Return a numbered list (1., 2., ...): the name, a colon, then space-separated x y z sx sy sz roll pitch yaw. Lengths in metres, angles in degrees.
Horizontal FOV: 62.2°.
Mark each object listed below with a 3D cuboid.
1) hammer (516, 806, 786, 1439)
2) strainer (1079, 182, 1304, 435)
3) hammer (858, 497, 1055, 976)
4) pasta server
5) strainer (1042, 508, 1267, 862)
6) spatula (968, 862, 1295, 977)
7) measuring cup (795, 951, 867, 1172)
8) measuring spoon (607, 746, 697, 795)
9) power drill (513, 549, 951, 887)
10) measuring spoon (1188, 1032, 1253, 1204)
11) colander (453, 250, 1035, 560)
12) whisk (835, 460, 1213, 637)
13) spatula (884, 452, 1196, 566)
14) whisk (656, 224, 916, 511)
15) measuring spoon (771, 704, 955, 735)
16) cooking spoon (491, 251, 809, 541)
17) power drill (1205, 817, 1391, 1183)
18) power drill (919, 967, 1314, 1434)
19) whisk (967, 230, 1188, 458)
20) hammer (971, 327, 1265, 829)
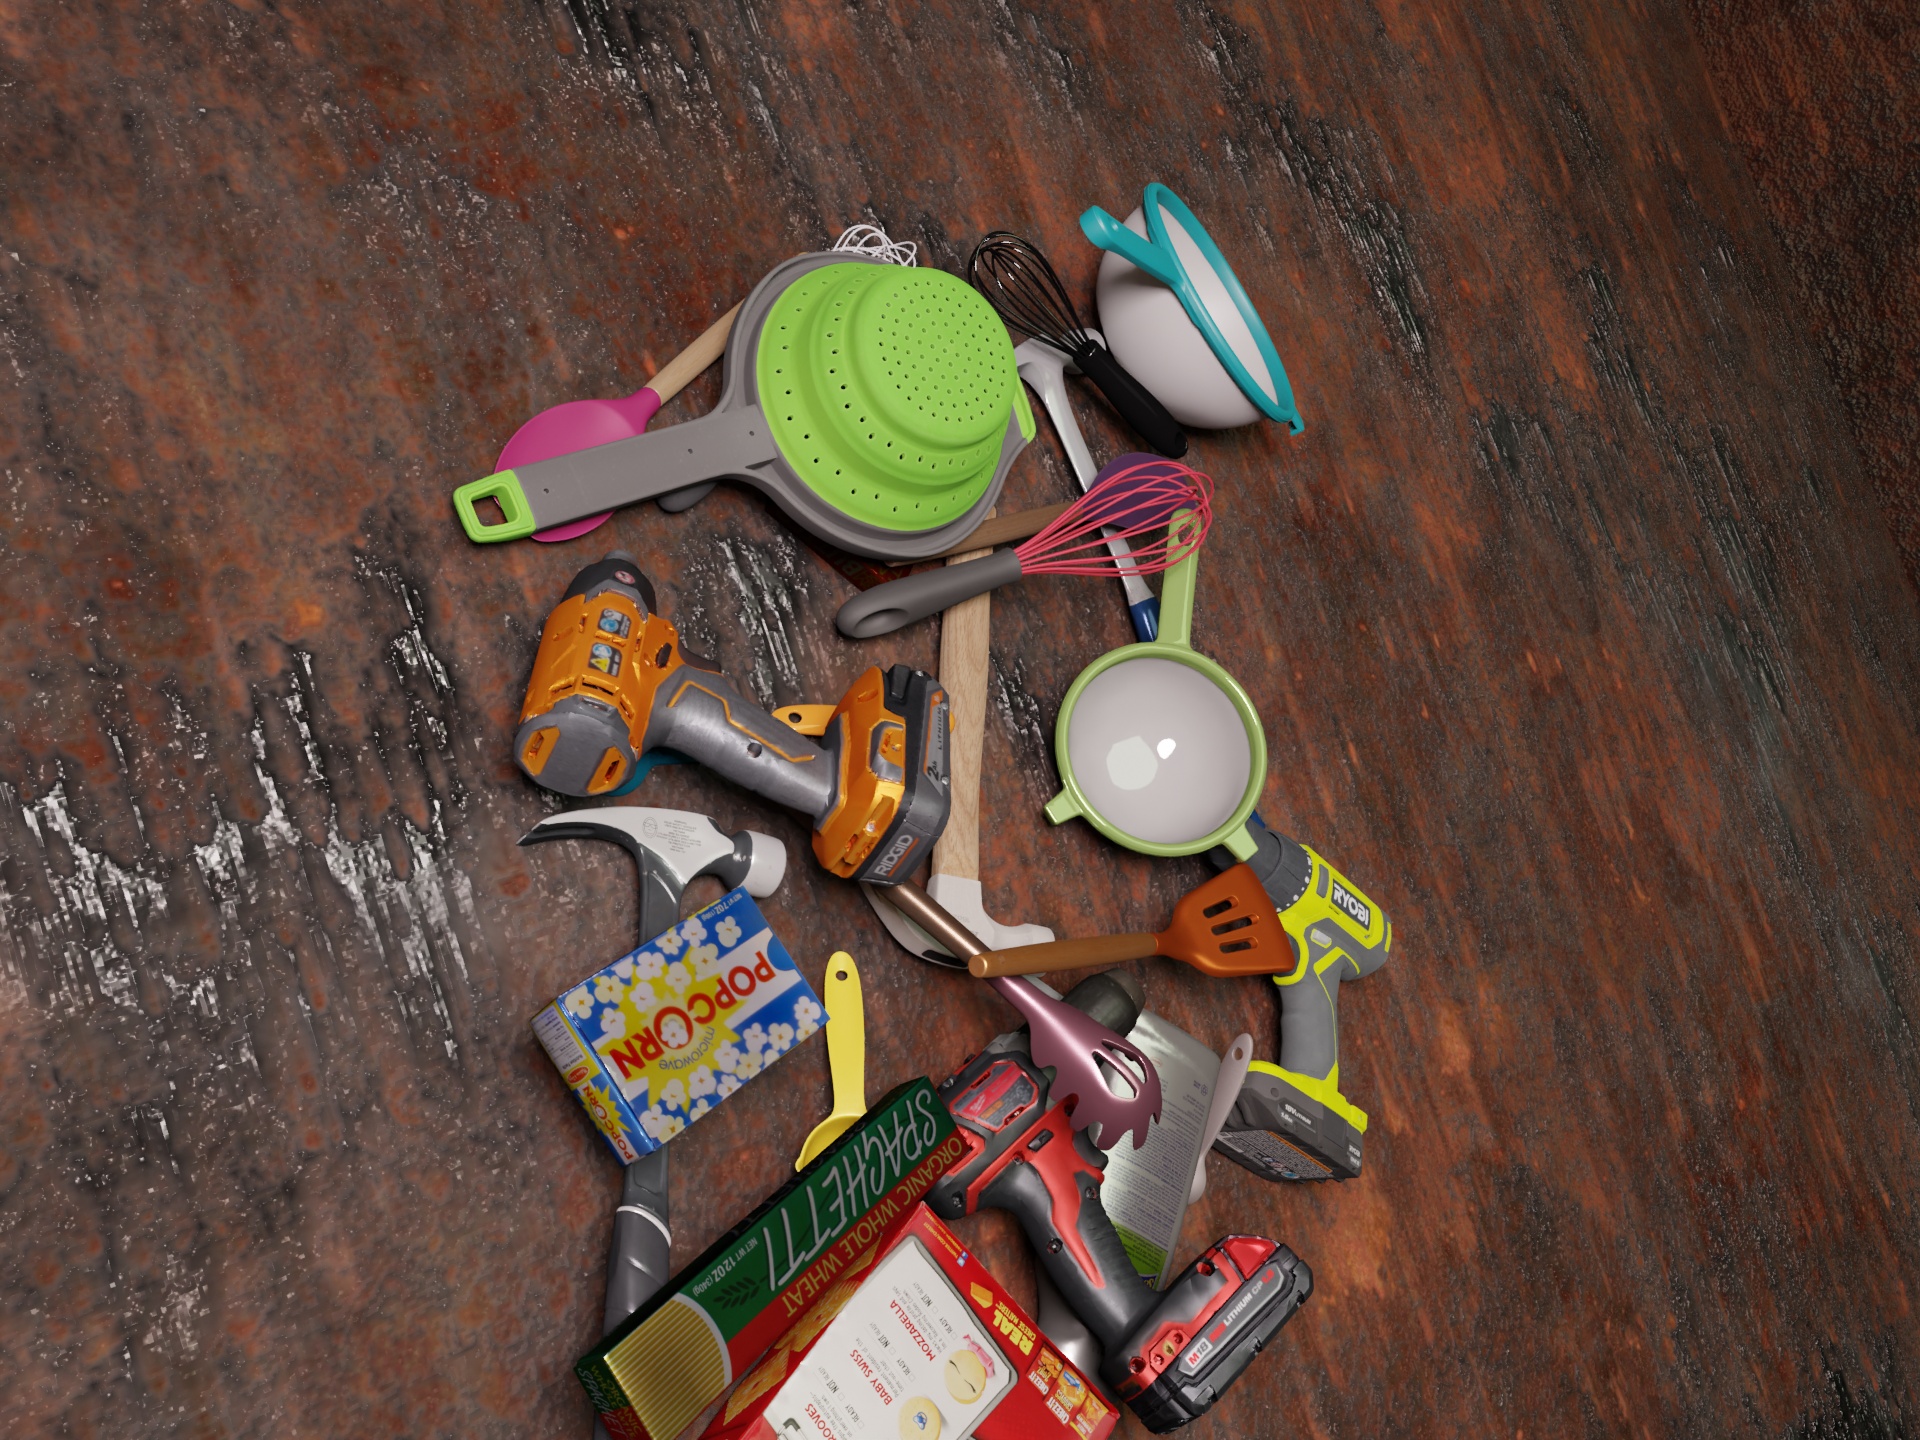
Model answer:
1. hammer: -0.157 0.225 0.773 0.149 0.036 0.409 19 53 -32
2. strainer: 0.139 -0.306 1.193 0.340 0.095 0.211 0 63 -61
3. hammer: -0.002 -0.003 1.025 0.130 0.031 0.332 14 60 -21
4. pasta server: -0.008 0.125 0.911 0.316 0.040 0.060 39 53 10
5. strainer: 0.139 -0.024 1.128 0.151 0.069 0.256 11 71 -9
6. spatula: 0.108 0.133 0.967 0.322 0.041 0.081 5 57 -54
7. measuring cup: -0.066 0.208 0.907 0.062 0.029 0.157 1 56 -10
8. measuring spoon: -0.156 0.013 0.902 0.128 0.021 0.042 -11 81 -41
9. power drill: -0.121 -0.009 0.877 0.226 0.084 0.164 20 41 -20
10. measuring spoon: 0.160 0.260 1.041 0.018 0.034 0.124 16 100 -40
11. colander: -0.096 -0.180 0.924 0.397 0.094 0.204 -24 92 -34
12. whisk: 0.050 -0.107 1.046 0.296 0.073 0.073 -21 88 -24
13. spatula: 0.063 -0.144 1.109 0.316 0.018 0.060 -21 84 -43
14. whisk: -0.108 -0.226 1.013 0.070 0.070 0.285 46 55 -19
15. measuring spoon: -0.058 -0.002 0.973 0.117 0.011 0.021 1 61 -17
16. cooking spoon: -0.175 -0.210 0.974 0.068 0.017 0.319 47 50 -14
17. power drill: 0.227 0.192 1.128 0.190 0.080 0.229 37 52 -33
18. power drill: 0.094 0.267 0.919 0.188 0.080 0.227 -37 71 -27
19. whisk: 0.091 -0.267 1.162 0.238 0.055 0.055 38 53 -31
20. hammer: 0.127 -0.097 1.184 0.144 0.035 0.405 -23 90 -44
